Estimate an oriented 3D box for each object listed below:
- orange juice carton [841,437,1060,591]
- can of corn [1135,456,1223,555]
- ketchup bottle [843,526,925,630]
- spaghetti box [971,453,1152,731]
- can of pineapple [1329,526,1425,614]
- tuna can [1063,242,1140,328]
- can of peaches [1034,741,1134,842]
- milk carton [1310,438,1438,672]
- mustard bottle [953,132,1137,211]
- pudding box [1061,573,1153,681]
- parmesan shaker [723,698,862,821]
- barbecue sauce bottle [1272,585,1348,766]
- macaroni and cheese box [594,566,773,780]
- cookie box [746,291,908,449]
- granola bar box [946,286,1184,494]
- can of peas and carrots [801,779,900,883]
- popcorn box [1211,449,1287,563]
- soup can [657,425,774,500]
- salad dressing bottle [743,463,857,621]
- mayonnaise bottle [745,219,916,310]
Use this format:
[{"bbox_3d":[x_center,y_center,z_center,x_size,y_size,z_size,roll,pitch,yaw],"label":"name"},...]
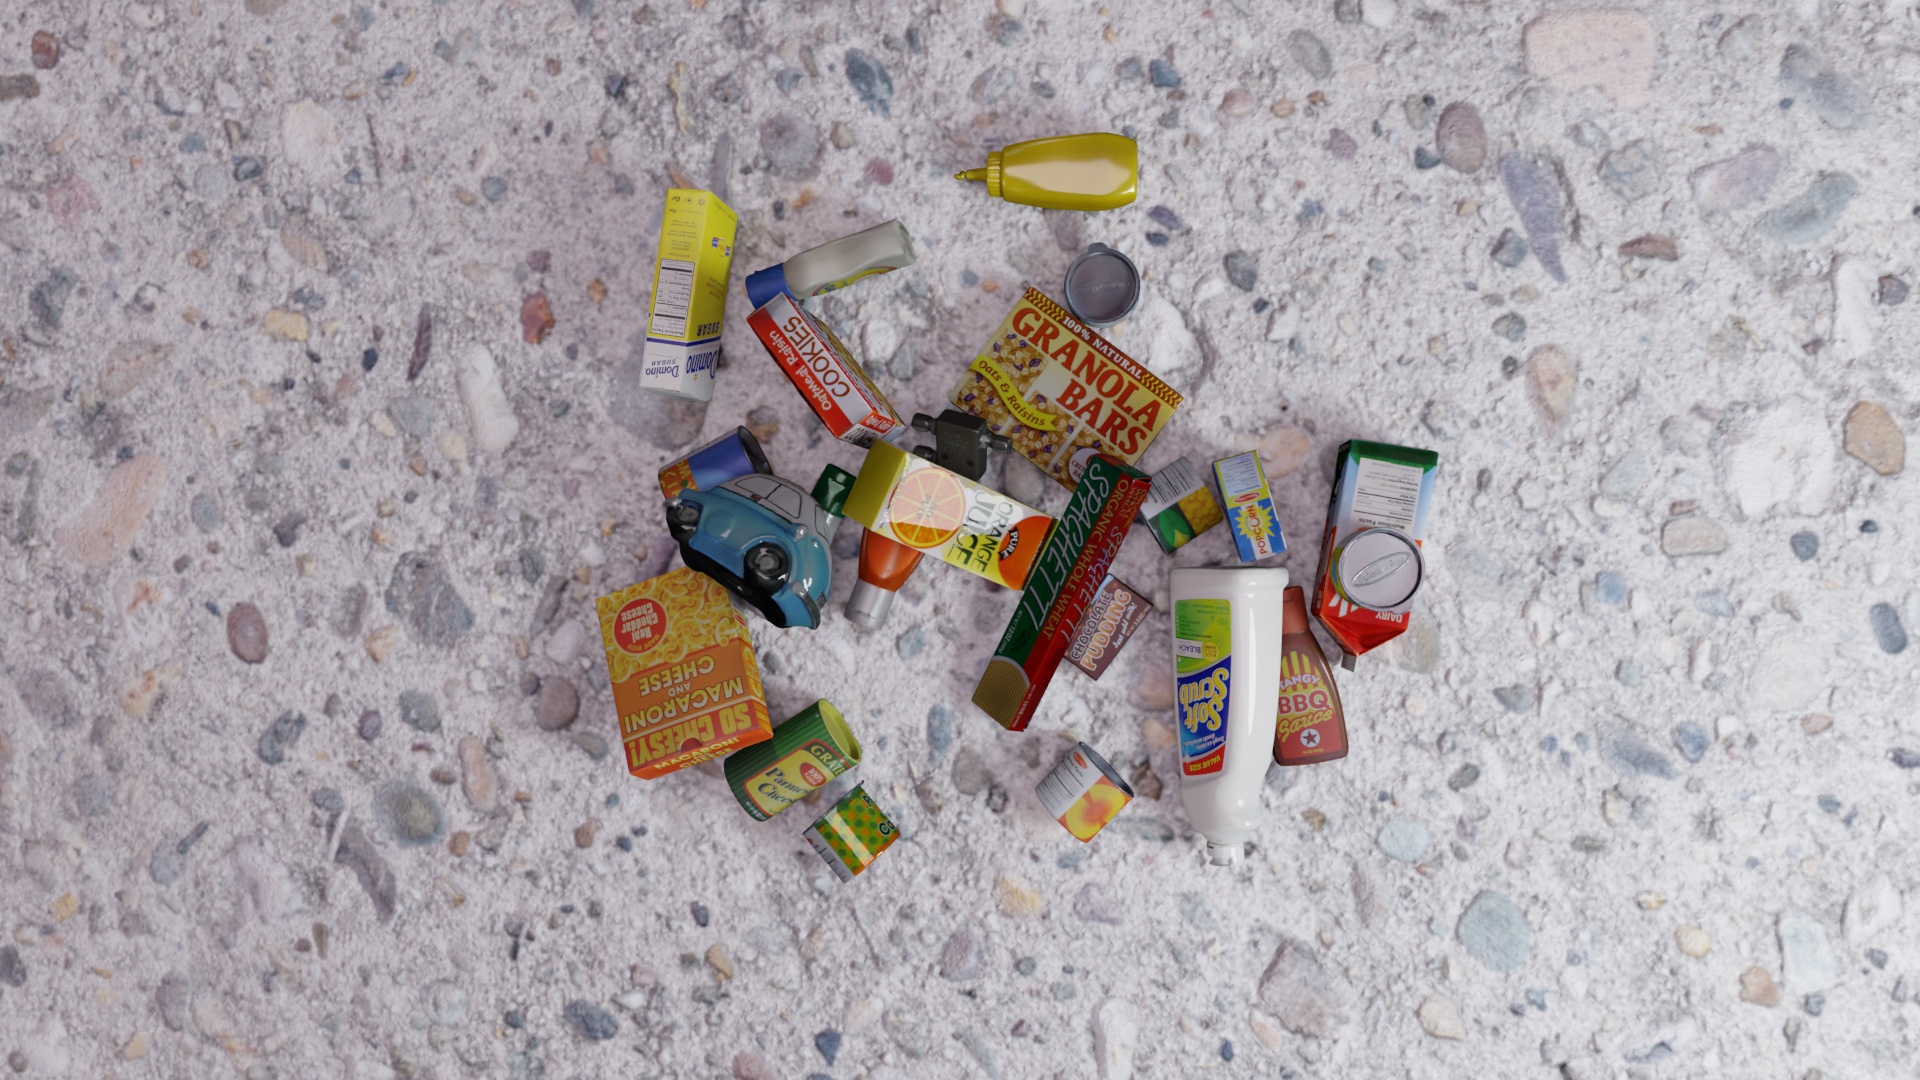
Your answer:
[{"bbox_3d":[0.004,-0.015,1.179,0.192,0.073,0.071,23,93,-29],"label":"orange juice carton"},{"bbox_3d":[0.184,-0.028,1.188,0.058,0.071,0.071,-32,86,5],"label":"can of corn"},{"bbox_3d":[-0.060,0.005,1.224,0.065,0.043,0.148,22,92,0],"label":"ketchup bottle"},{"bbox_3d":[0.084,0.045,1.182,0.050,0.029,0.249,35,107,35],"label":"spaghetti box"},{"bbox_3d":[0.329,0.025,1.099,0.071,0.058,0.071,0,89,8],"label":"can of pineapple"},{"bbox_3d":[0.123,-0.222,1.213,0.071,0.033,0.071,0,89,6],"label":"tuna can"},{"bbox_3d":[0.107,0.217,1.191,0.071,0.071,0.058,45,94,5],"label":"can of peaches"},{"bbox_3d":[0.342,0.015,1.165,0.073,0.072,0.190,10,89,7],"label":"milk carton"},{"bbox_3d":[0.074,-0.321,1.213,0.160,0.049,0.065,2,89,7],"label":"mustard bottle"},{"bbox_3d":[0.124,0.075,1.209,0.050,0.030,0.083,37,93,7],"label":"pudding box"},{"bbox_3d":[-0.146,0.195,1.221,0.103,0.071,0.071,-33,86,6],"label":"parmesan shaker"},{"bbox_3d":[0.286,0.114,1.183,0.065,0.044,0.148,-10,87,10],"label":"barbecue sauce bottle"},{"bbox_3d":[-0.245,0.111,1.220,0.124,0.040,0.167,-20,67,6],"label":"macaroni and cheese box"},{"bbox_3d":[-0.109,-0.137,1.170,0.040,0.167,0.123,-38,85,6],"label":"cookie box"},{"bbox_3d":[0.092,-0.123,1.212,0.165,0.039,0.124,38,94,6],"label":"granola bar box"},{"bbox_3d":[-0.093,0.254,1.213,0.071,0.071,0.059,-41,86,4],"label":"can of peas and carrots"},{"bbox_3d":[0.238,-0.027,1.150,0.038,0.127,0.085,-16,87,10],"label":"popcorn box"},{"bbox_3d":[-0.214,-0.052,1.232,0.084,0.071,0.071,-27,86,6],"label":"soup can"},{"bbox_3d":[-0.138,0.003,1.233,0.064,0.044,0.147,30,92,3],"label":"salad dressing bottle"},{"bbox_3d":[-0.116,-0.241,1.228,0.148,0.065,0.041,-18,91,10],"label":"mayonnaise bottle"}]
